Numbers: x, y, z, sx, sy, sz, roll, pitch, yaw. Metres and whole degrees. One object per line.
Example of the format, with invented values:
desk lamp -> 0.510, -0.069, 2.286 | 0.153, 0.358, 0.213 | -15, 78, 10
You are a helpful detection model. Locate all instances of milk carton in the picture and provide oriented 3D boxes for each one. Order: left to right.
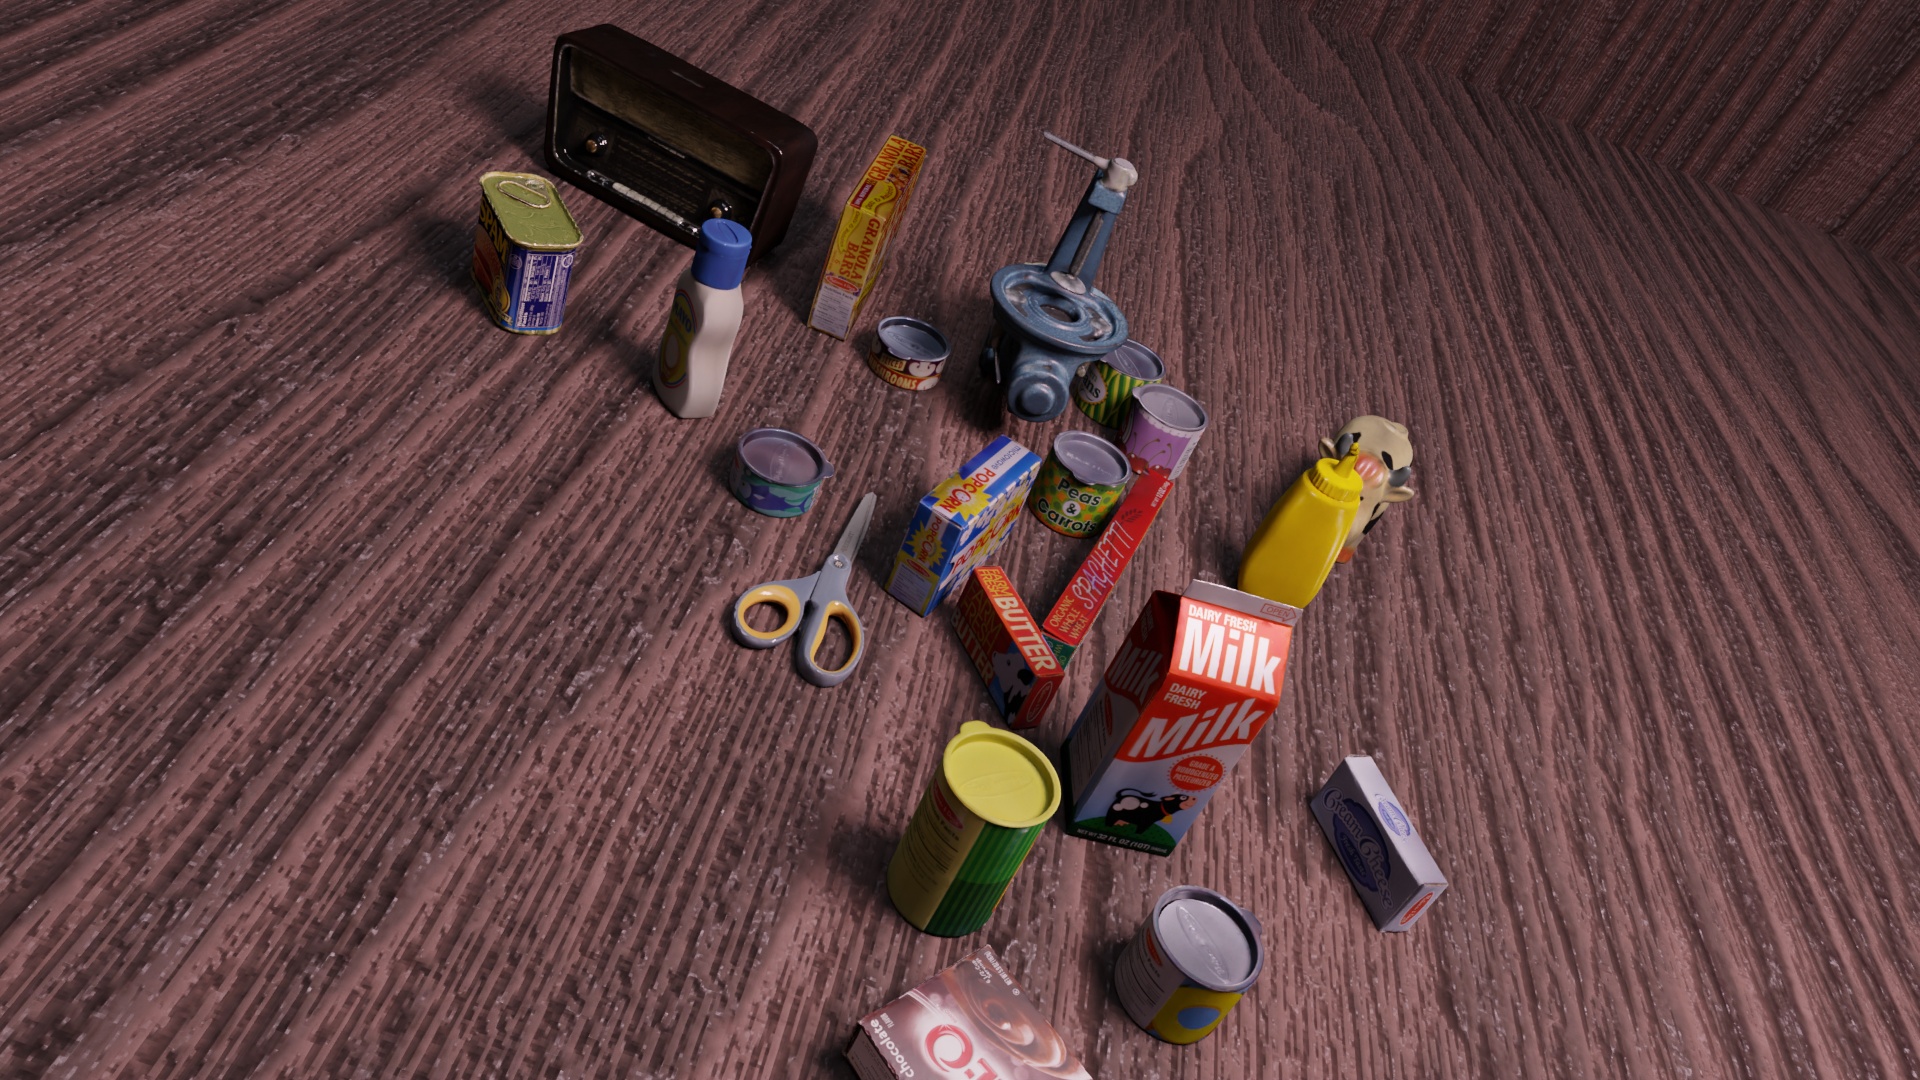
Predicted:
milk carton -> 0.129, 0.099, 0.833 | 0.072, 0.189, 0.074 | 15, 37, -12

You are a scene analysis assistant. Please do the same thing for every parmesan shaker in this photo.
parmesan shaker -> 0.004, 0.159, 0.763 | 0.071, 0.102, 0.072 | 15, 37, -12

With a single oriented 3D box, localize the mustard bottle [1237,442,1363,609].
mustard bottle -> 0.271, -0.014, 1.074 | 0.065, 0.159, 0.049 | 26, 37, 2

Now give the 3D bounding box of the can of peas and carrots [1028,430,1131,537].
can of peas and carrots -> 0.093, -0.043, 1.096 | 0.071, 0.058, 0.071 | 15, 38, -12

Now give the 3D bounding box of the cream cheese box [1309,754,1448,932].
cream cheese box -> 0.270, 0.196, 0.904 | 0.024, 0.053, 0.104 | 4, 41, -25

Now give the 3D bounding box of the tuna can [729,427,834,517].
tuna can -> -0.130, -0.048, 1.003 | 0.071, 0.032, 0.071 | 15, 38, -12

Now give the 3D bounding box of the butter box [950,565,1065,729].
butter box -> 0.030, 0.070, 0.928 | 0.024, 0.052, 0.104 | -2, 44, -31

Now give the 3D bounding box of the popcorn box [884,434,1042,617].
popcorn box -> 0.004, -0.012, 0.988 | 0.038, 0.084, 0.127 | 33, 38, 12

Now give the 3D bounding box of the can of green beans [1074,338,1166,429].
can of green beans -> 0.142, -0.141, 1.245 | 0.071, 0.057, 0.071 | 15, 38, -12

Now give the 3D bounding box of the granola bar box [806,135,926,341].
granola bar box -> -0.082, -0.269, 1.223 | 0.039, 0.123, 0.166 | 22, 37, -3

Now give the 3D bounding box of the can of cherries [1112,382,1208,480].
can of cherries -> 0.170, -0.095, 1.203 | 0.071, 0.058, 0.072 | 15, 38, -12

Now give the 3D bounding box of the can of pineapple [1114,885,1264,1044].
can of pineapple -> 0.128, 0.236, 0.774 | 0.071, 0.057, 0.071 | 15, 38, -12

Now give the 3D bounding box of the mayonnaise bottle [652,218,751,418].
mayonnaise bottle -> -0.188, -0.163, 1.016 | 0.041, 0.147, 0.065 | -9, 48, -36

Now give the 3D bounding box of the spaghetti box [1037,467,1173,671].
spaghetti box -> 0.104, 0.024, 1.028 | 0.029, 0.050, 0.251 | 30, 37, 7

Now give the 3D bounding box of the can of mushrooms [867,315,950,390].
can of mushrooms -> -0.045, -0.159, 1.184 | 0.071, 0.033, 0.071 | 15, 38, -12
